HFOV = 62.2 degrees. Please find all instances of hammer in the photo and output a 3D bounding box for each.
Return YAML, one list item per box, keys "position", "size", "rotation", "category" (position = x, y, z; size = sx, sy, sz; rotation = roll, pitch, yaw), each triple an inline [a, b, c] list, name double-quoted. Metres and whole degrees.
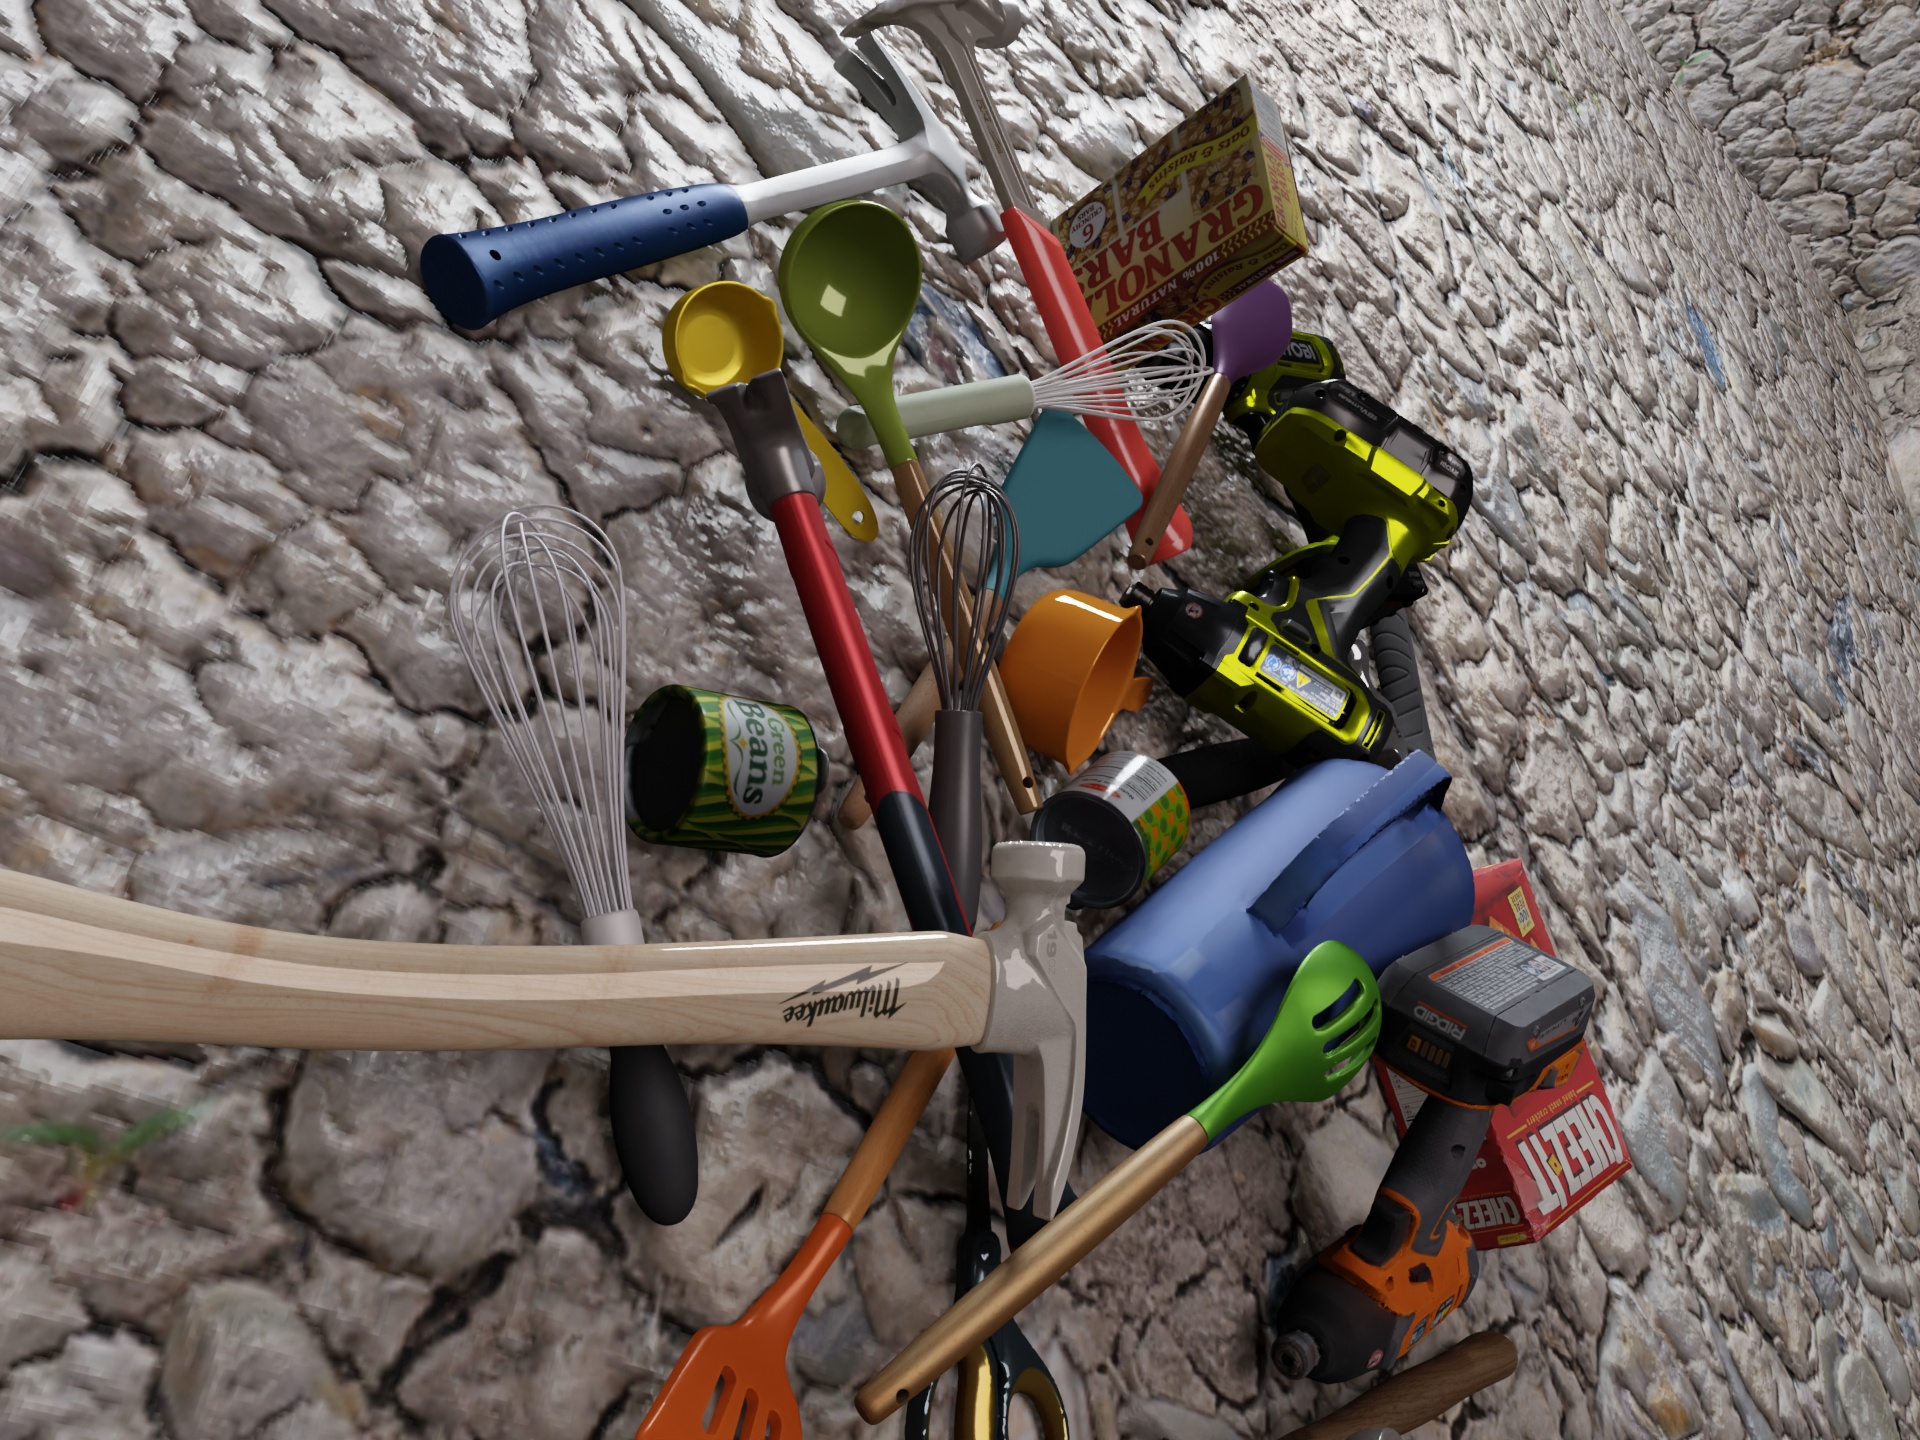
- position: [0.209, 0.344, 0.790]
  size: [0.331, 0.130, 0.031]
  rotation: [15, 58, -54]
  category: "hammer"
- position: [-0.025, 0.041, 0.677]
  size: [0.143, 0.038, 0.386]
  rotation: [85, -14, -82]
  category: "hammer"
- position: [0.190, 0.023, 0.991]
  size: [0.331, 0.033, 0.128]
  rotation: [-10, 75, -48]
  category: "hammer"
- position: [-0.116, -0.274, 0.830]
  size: [0.144, 0.035, 0.405]
  rotation: [58, 40, -6]
  category: "hammer"
- position: [0.318, -0.104, 1.194]
  size: [0.146, 0.035, 0.335]
  rotation: [19, 56, -38]
  category: "hammer"
- position: [0.051, -0.260, 0.953]
  size: [0.149, 0.037, 0.359]
  rotation: [-35, 104, -49]
  category: "hammer"
- position: [-0.132, 0.103, 0.542]
  size: [0.410, 0.038, 0.146]
  rotation: [7, 81, -29]
  category: "hammer"

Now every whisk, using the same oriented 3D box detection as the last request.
- position: [-0.140, 0.051, 0.614]
  size: [0.070, 0.070, 0.285]
  rotation: [-5, 77, -48]
  category: "whisk"
- position: [-0.001, -0.002, 0.749]
  size: [0.055, 0.055, 0.239]
  rotation: [4, 88, -45]
  category: "whisk"
- position: [0.041, -0.181, 0.888]
  size: [0.246, 0.058, 0.059]
  rotation: [-16, 121, -27]
  category: "whisk"

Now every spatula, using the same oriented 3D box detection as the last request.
- position: [-0.034, 0.189, 0.658]
  size: [0.081, 0.041, 0.323]
  rotation: [50, 41, -13]
  category: "spatula"
- position: [0.160, -0.199, 1.012]
  size: [0.059, 0.018, 0.316]
  rotation: [35, 51, -8]
  category: "spatula"
- position: [0.012, -0.055, 0.838]
  size: [0.082, 0.044, 0.318]
  rotation: [45, 44, -14]
  category: "spatula"

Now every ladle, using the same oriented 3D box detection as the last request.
- position: [-0.015, -0.107, 0.793]
  size: [0.078, 0.062, 0.320]
  rotation: [-17, 82, -27]
  category: "ladle"

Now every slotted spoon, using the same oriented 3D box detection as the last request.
- position: [0.081, 0.188, 0.664]
  size: [0.314, 0.031, 0.070]
  rotation: [-30, 112, -30]
  category: "slotted spoon"

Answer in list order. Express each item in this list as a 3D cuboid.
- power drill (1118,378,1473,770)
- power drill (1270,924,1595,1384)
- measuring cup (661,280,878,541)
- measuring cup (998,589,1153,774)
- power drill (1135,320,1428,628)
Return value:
- position: [0.206, -0.091, 0.963]
  size: [0.171, 0.080, 0.223]
  rotation: [33, 64, -3]
  category: "power drill"
- position: [0.230, 0.229, 0.808]
  size: [0.164, 0.084, 0.226]
  rotation: [-9, 119, -48]
  category: "power drill"
- position: [-0.092, -0.149, 0.796]
  size: [0.062, 0.029, 0.156]
  rotation: [-47, 123, -16]
  category: "measuring cup"
- position: [0.067, -0.025, 0.873]
  size: [0.052, 0.095, 0.173]
  rotation: [24, 7, 17]
  category: "measuring cup"
- position: [0.217, -0.174, 1.096]
  size: [0.190, 0.080, 0.229]
  rotation: [-5, 70, -43]
  category: "power drill"
